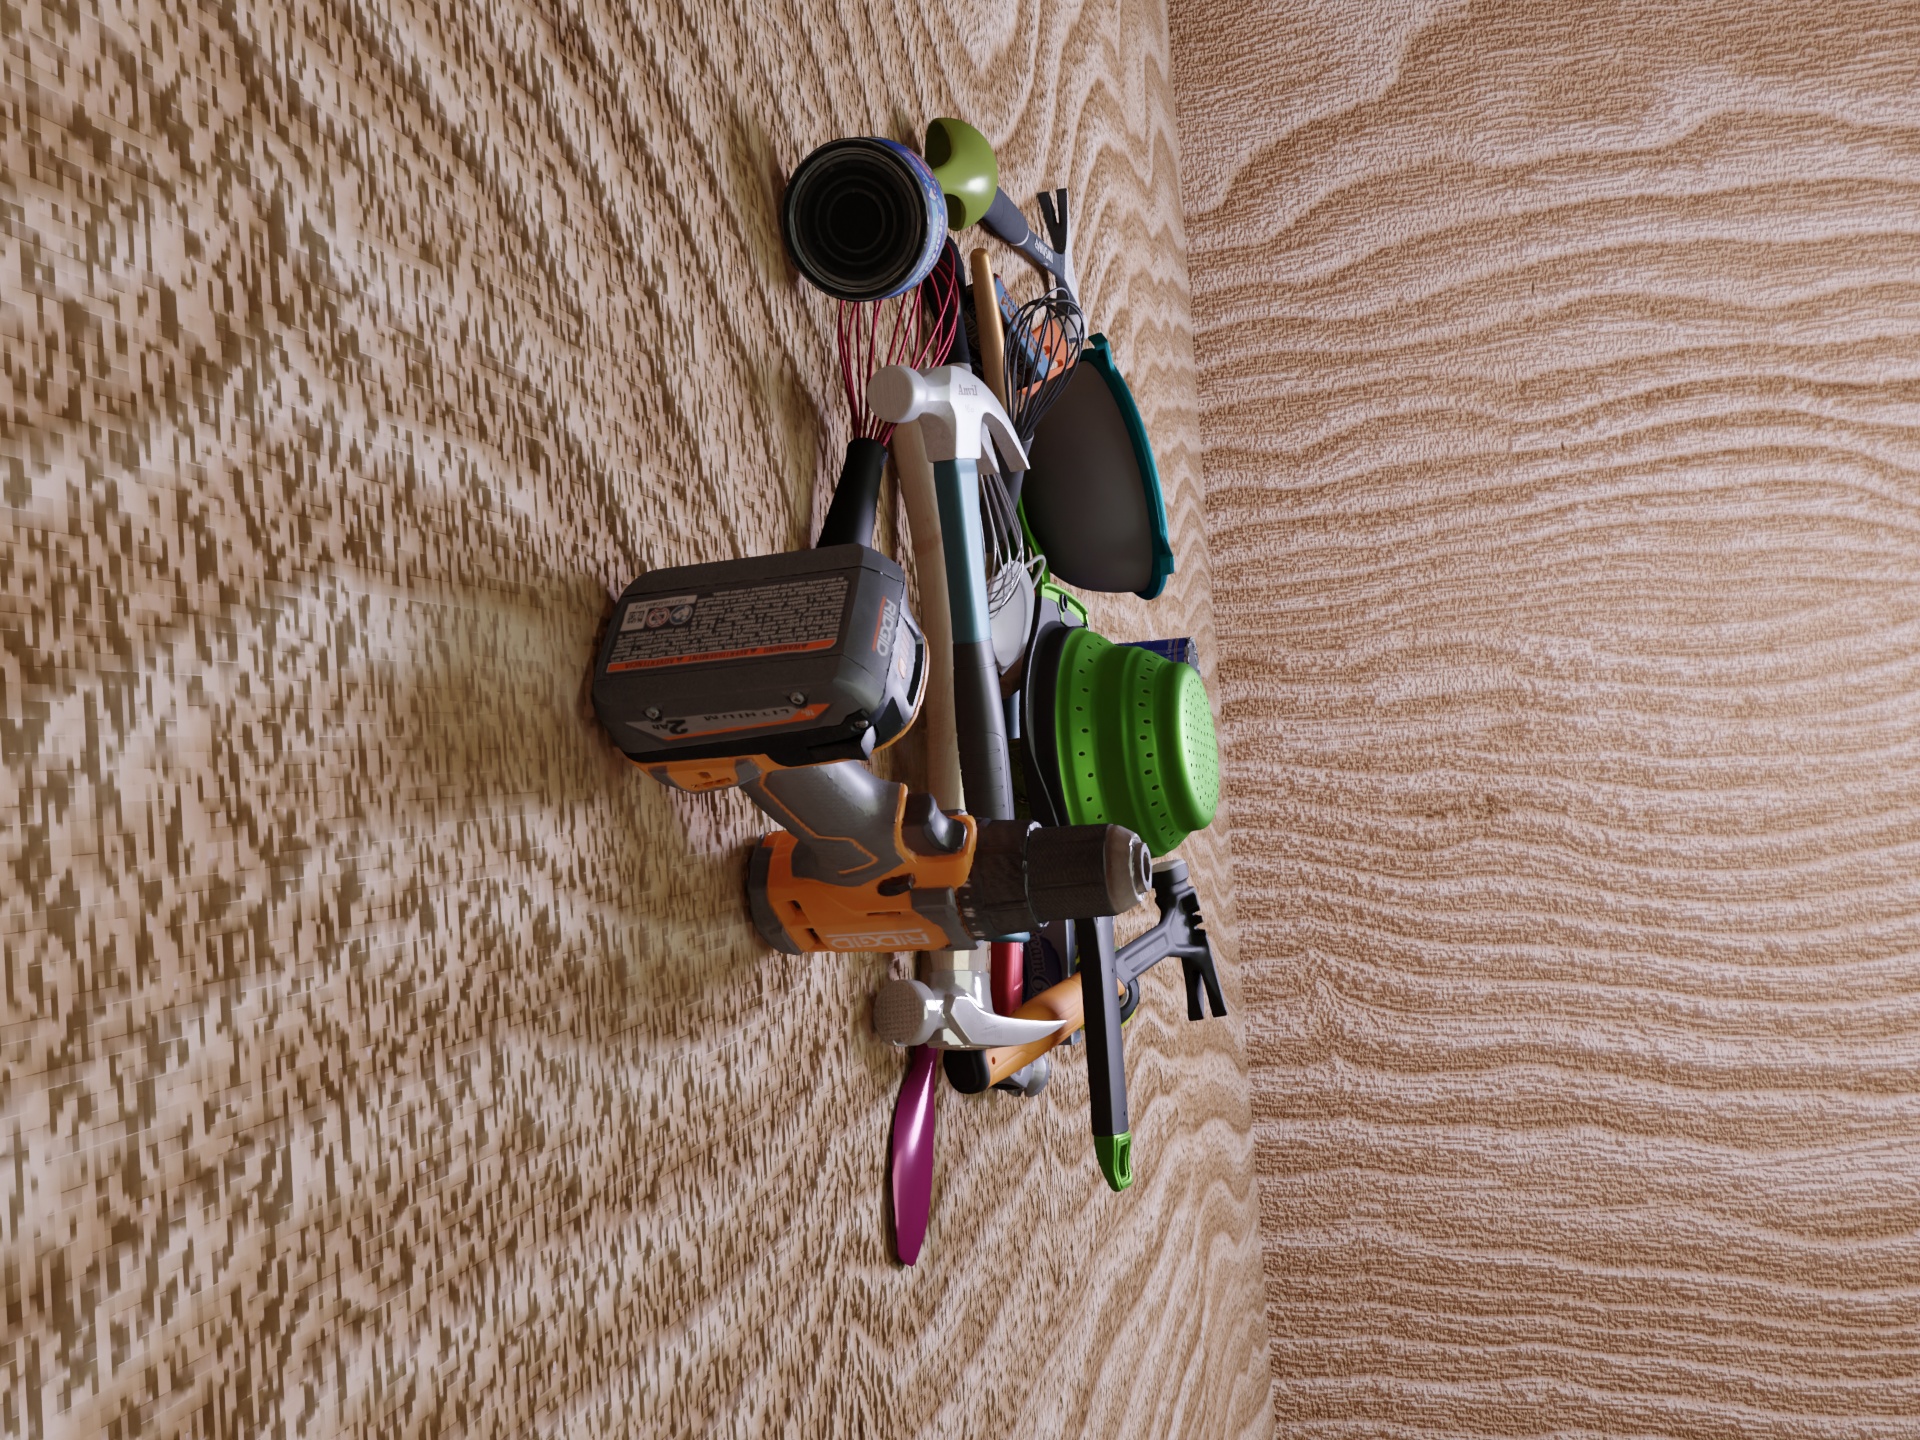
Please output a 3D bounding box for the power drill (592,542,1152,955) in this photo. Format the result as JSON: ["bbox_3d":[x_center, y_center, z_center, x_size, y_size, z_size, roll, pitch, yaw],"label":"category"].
[{"bbox_3d":[-0.029,0.028,0.671,0.226,0.185,0.084,63,28,-49],"label":"power drill"}]

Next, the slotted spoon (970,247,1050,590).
[{"bbox_3d":[0.036,-0.208,1.202,0.070,0.031,0.313,-126,-161,-47],"label":"slotted spoon"}]

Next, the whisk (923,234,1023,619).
[{"bbox_3d":[0.001,-0.208,1.112,0.070,0.070,0.285,30,53,-72],"label":"whisk"}]

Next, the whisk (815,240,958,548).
[{"bbox_3d":[-0.049,-0.166,0.896,0.073,0.073,0.296,64,31,-55],"label":"whisk"}]

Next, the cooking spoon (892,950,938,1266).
[{"bbox_3d":[-0.018,0.170,0.983,0.068,0.017,0.319,64,26,-57],"label":"cooking spoon"}]

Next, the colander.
[{"bbox_3d":[0.121,0.102,1.040,0.204,0.094,0.397,18,66,-67],"label":"colander"}]

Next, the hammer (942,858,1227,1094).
[{"bbox_3d":[0.093,0.195,1.111,0.337,0.034,0.127,-16,91,-56],"label":"hammer"}]

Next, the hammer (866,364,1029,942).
[{"bbox_3d":[0.007,-0.031,0.900,0.128,0.033,0.331,-19,105,-60],"label":"hammer"}]

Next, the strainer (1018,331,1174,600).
[{"bbox_3d":[0.083,-0.185,1.362,0.340,0.095,0.211,148,-75,-82],"label":"strainer"}]

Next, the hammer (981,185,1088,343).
[{"bbox_3d":[0.056,-0.439,1.421,0.409,0.036,0.149,-20,103,-75],"label":"hammer"}]

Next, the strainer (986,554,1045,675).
[{"bbox_3d":[0.015,-0.021,1.132,0.086,0.050,0.259,65,31,-47],"label":"strainer"}]

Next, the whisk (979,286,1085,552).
[{"bbox_3d":[0.042,-0.208,1.142,0.238,0.055,0.055,107,-6,-49],"label":"whisk"}]

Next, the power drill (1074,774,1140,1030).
[{"bbox_3d":[0.108,0.139,1.293,0.190,0.080,0.228,102,-14,-81],"label":"power drill"}]

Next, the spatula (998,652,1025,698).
[{"bbox_3d":[0.061,-0.053,1.193,0.316,0.018,0.059,-43,124,-73],"label":"spatula"}]

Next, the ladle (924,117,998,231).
[{"bbox_3d":[-0.043,-0.340,1.024,0.320,0.062,0.078,-51,134,-60],"label":"ladle"}]

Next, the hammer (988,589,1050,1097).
[{"bbox_3d":[0.031,0.071,1.166,0.143,0.038,0.387,50,38,-63],"label":"hammer"}]

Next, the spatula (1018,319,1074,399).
[{"bbox_3d":[0.044,-0.285,1.315,0.081,0.041,0.322,67,19,-8],"label":"spatula"}]

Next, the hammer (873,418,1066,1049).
[{"bbox_3d":[-0.002,-0.003,0.993,0.146,0.038,0.411,16,65,-49],"label":"hammer"}]
